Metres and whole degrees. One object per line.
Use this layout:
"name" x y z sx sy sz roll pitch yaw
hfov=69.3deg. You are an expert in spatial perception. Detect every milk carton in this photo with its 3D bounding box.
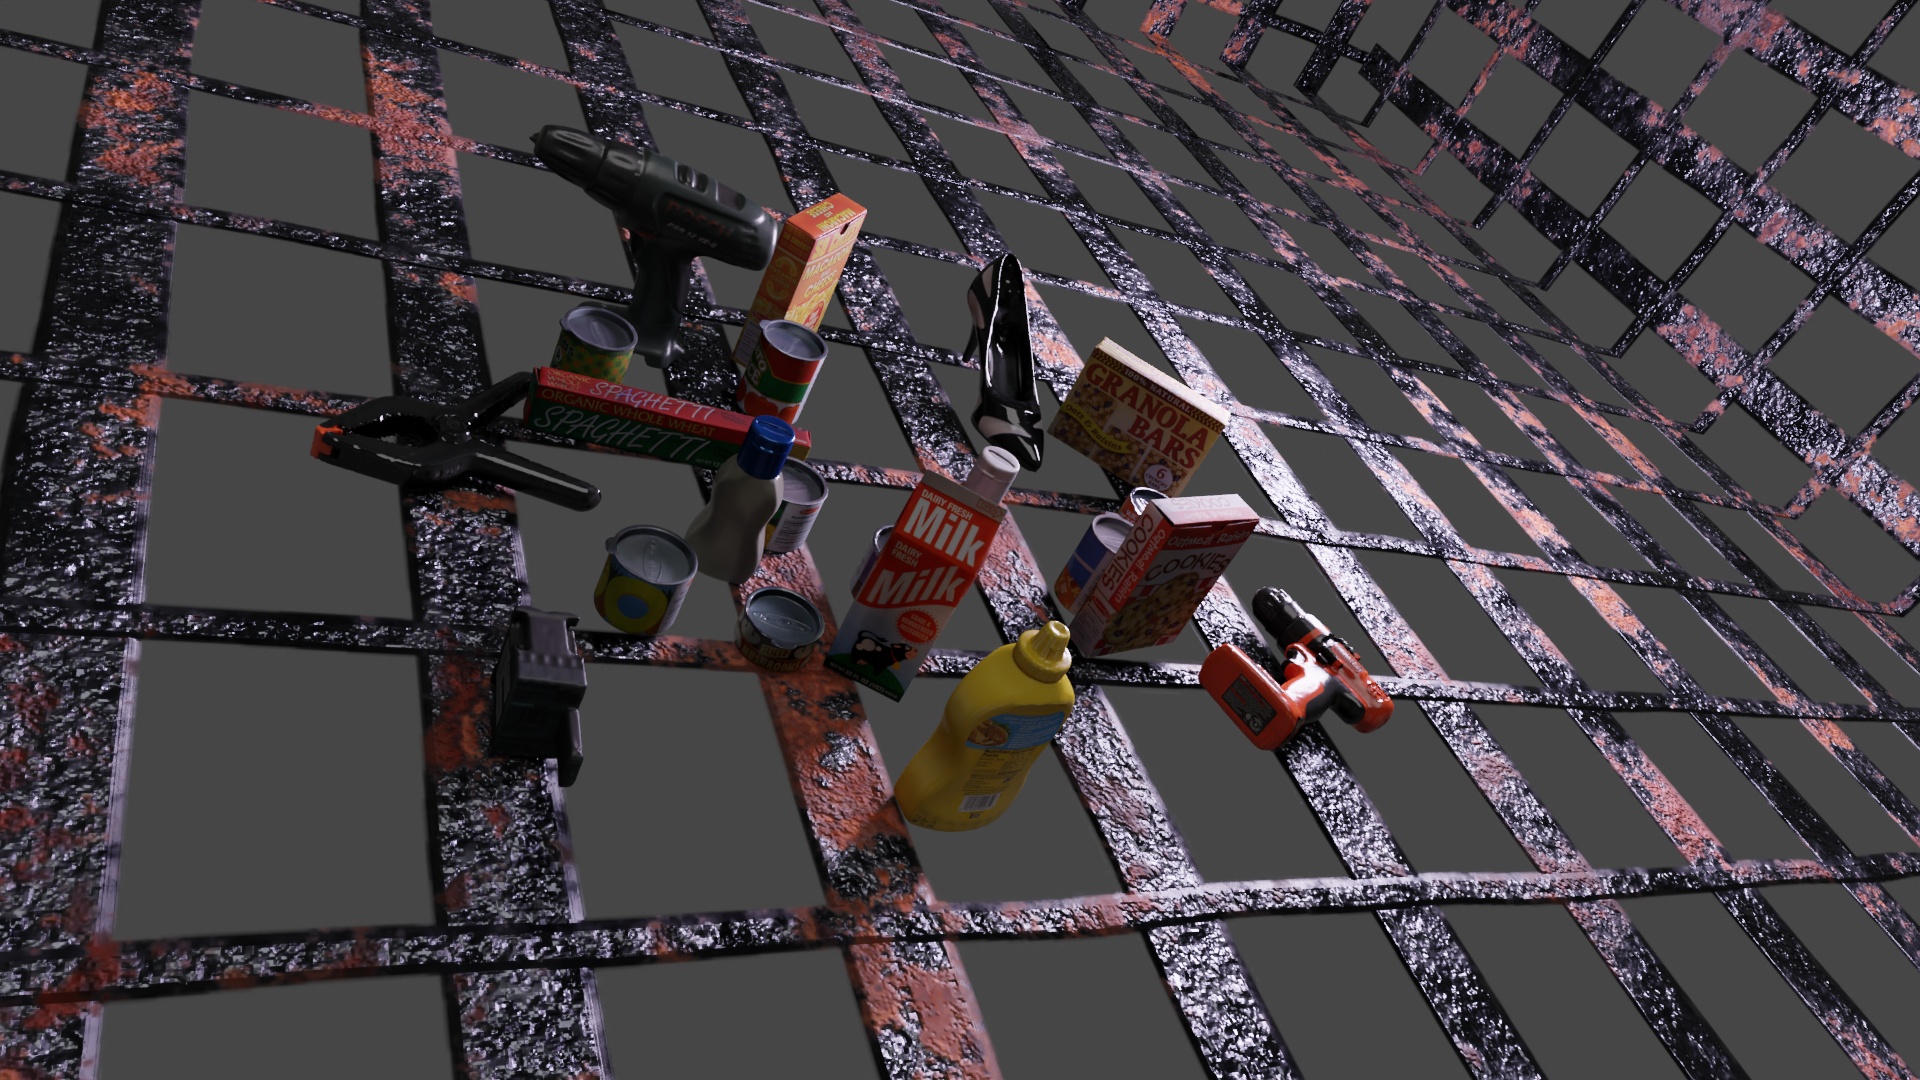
"milk carton" -0.034 0.030 1.098 0.072 0.189 0.074 27 33 -3

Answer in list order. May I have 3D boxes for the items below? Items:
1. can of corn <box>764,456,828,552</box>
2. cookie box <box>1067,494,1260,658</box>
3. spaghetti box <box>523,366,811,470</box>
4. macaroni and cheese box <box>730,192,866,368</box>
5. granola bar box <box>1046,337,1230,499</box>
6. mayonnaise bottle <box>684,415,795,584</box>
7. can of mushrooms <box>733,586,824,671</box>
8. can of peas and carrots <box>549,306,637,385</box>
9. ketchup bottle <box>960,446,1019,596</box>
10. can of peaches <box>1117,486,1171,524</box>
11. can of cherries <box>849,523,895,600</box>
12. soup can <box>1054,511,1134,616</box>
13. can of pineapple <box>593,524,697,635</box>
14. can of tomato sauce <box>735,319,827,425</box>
"can of corn" -0.158 -0.034 1.212 0.071 0.058 0.071 20 34 -14
"cookie box" 0.187 0.033 1.281 0.123 0.166 0.040 -5 46 -41
"spaghetti box" -0.257 -0.100 1.233 0.250 0.050 0.029 12 37 -24
"macaroni and cheese box" -0.163 -0.261 1.416 0.040 0.165 0.124 32 33 5
"granola bar box" 0.198 -0.131 1.550 0.165 0.123 0.039 32 33 5
"mayonnaise bottle" -0.174 -0.033 1.117 0.065 0.147 0.041 22 33 -11
"can of mushrooms" -0.145 0.072 1.102 0.071 0.033 0.071 20 34 -14
"can of peas and carrots" -0.336 -0.170 1.262 0.071 0.058 0.071 20 34 -14
"ketchup bottle" 0.004 -0.015 1.226 0.065 0.148 0.044 35 33 9
"can of peaches" 0.191 -0.013 1.446 0.071 0.057 0.071 20 34 -14
"can of cherries" -0.054 0.030 1.204 0.071 0.058 0.072 20 34 -14
"soup can" 0.136 0.026 1.329 0.071 0.083 0.072 20 34 -14
"can of pineapple" -0.243 0.030 1.063 0.071 0.057 0.071 20 34 -14
"can of tomato sauce" -0.176 -0.163 1.350 0.071 0.082 0.071 20 34 -14
